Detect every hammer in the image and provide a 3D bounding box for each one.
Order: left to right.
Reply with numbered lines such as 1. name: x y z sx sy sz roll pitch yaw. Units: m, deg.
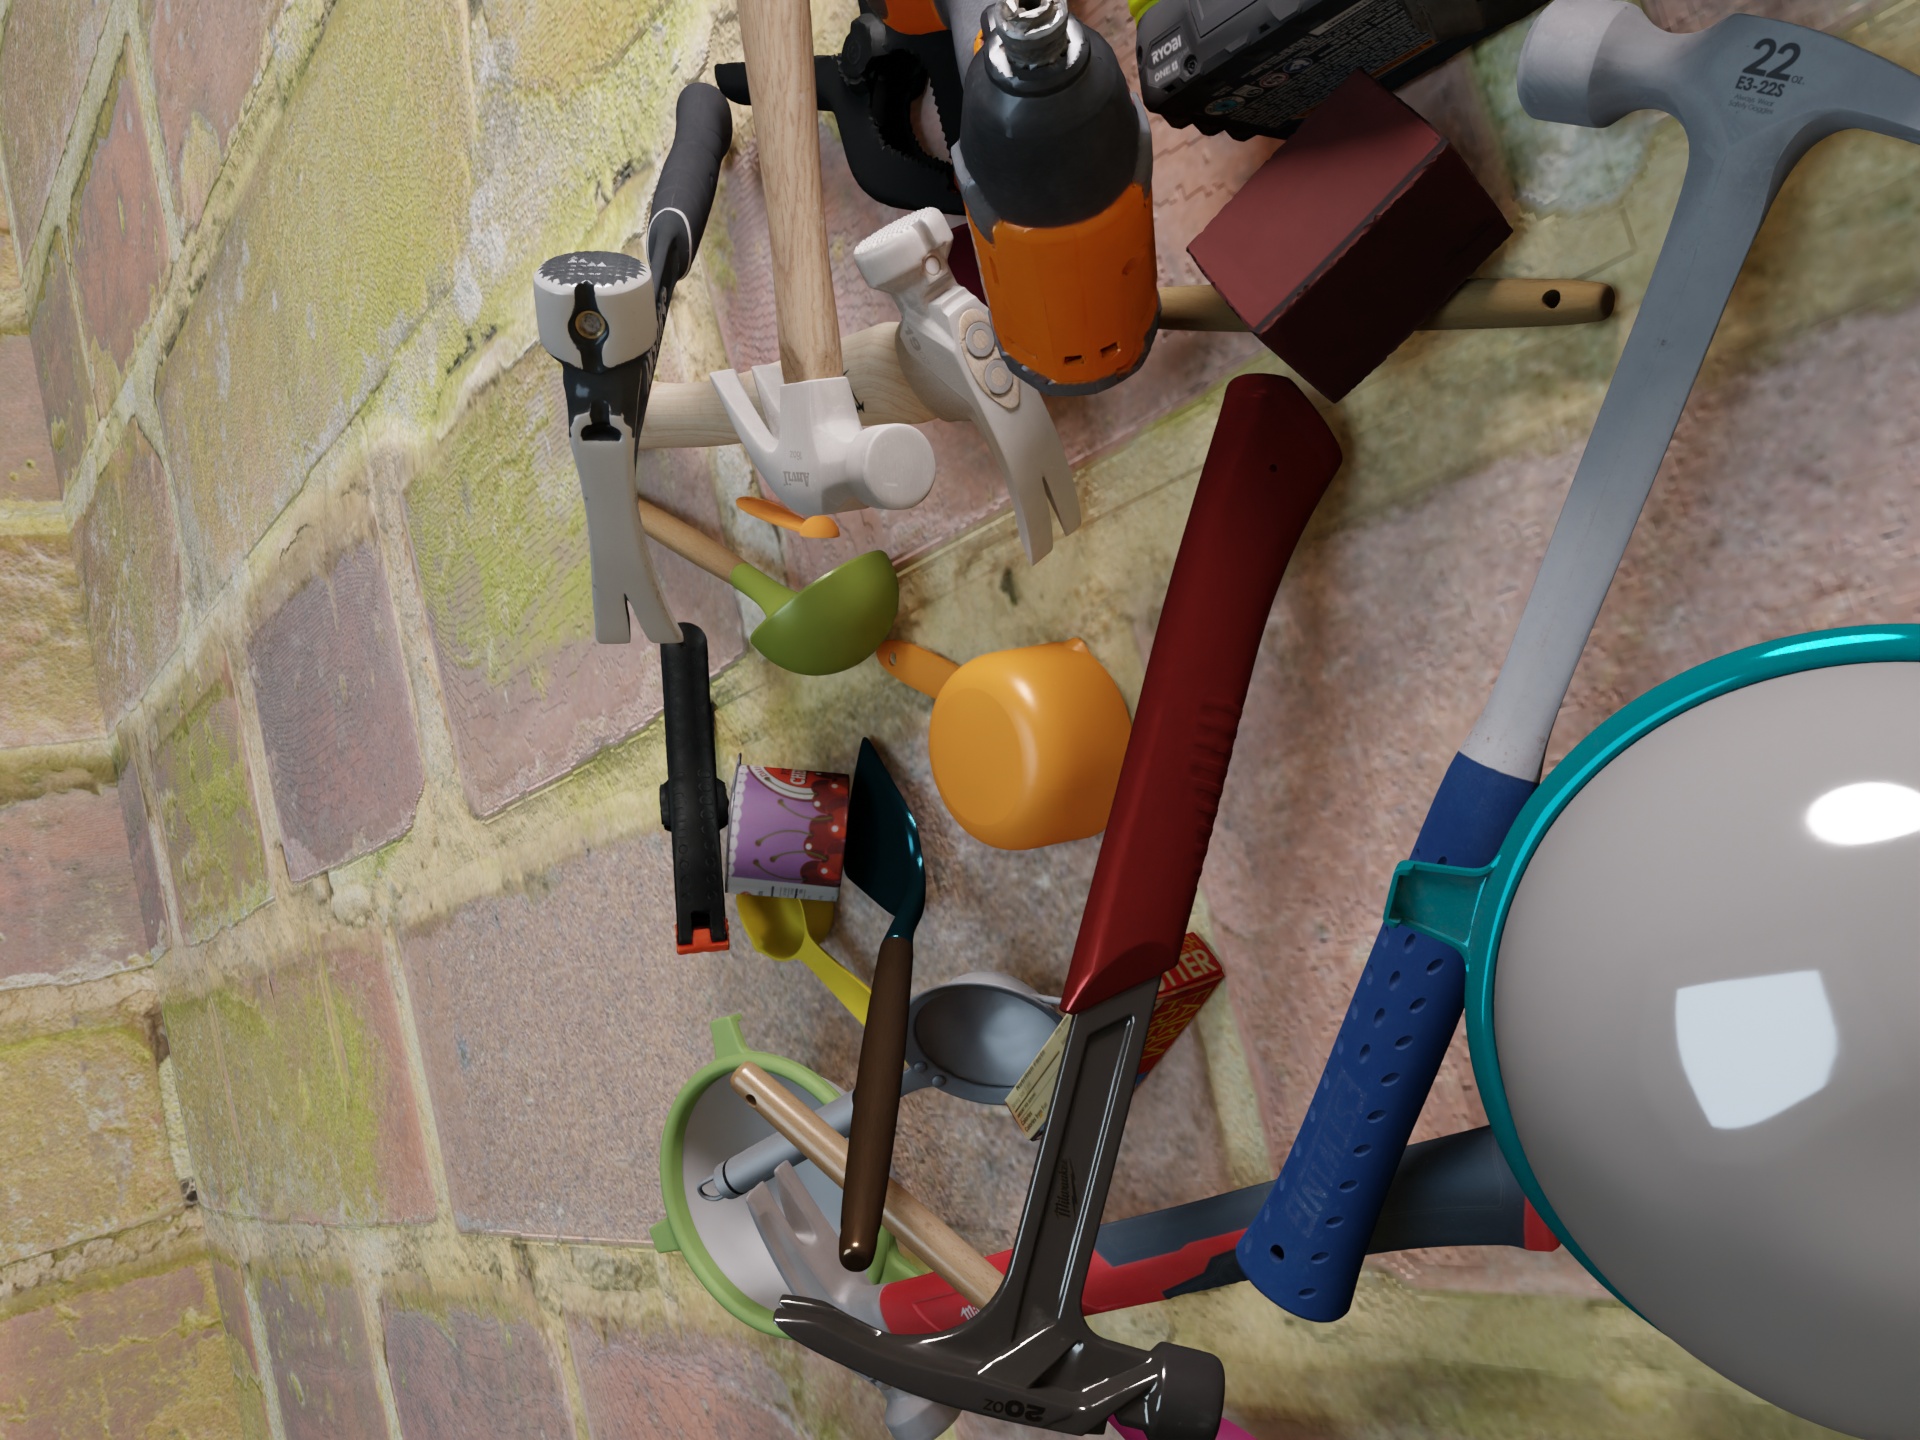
1. hammer: -0.123 -0.189 0.674 0.409 0.036 0.149 -95 6 -54
2. hammer: -0.097 -0.149 0.792 0.411 0.038 0.146 10 135 56
3. hammer: -0.068 -0.244 0.598 0.130 0.031 0.331 12 110 58
4. hammer: 0.061 0.204 0.636 0.386 0.038 0.143 -32 92 41
5. hammer: 0.054 0.053 0.543 0.036 0.149 0.359 101 -176 -83
6. hammer: 0.169 0.006 0.472 0.144 0.035 0.405 30 112 39

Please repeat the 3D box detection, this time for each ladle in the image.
1. ladle: -0.134 -0.096 0.857 0.320 0.078 0.062 32 148 49
2. ladle: 0.090 -0.155 0.591 0.316 0.031 0.069 16 106 47

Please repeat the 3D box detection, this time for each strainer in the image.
1. strainer: -0.040 0.263 0.819 0.256 0.069 0.151 26 109 26
2. strainer: -0.036 0.174 0.750 0.258 0.086 0.050 -34 26 26
3. strainer: 0.249 0.141 0.361 0.211 0.095 0.340 -33 81 28

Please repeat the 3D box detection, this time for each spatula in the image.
1. spatula: -0.041 0.114 0.688 0.318 0.044 0.082 -86 6 -64

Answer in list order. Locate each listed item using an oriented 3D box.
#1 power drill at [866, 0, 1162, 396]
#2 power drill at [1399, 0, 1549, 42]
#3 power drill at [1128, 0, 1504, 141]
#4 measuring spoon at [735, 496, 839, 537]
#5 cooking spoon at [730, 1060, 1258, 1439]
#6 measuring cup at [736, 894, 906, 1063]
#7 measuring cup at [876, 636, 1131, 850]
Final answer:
1. power drill: 0.013 -0.247 0.550 0.164 0.084 0.227 67 -172 -68
2. power drill: 0.151 -0.297 0.379 0.188 0.080 0.227 -30 85 21
3. power drill: 0.110 -0.321 0.492 0.190 0.080 0.228 -13 84 52
4. measuring spoon: -0.091 -0.107 0.813 0.117 0.021 0.011 30 121 58
5. cooking spoon: 0.026 0.244 0.643 0.319 0.017 0.068 37 128 15
6. measuring cup: -0.059 0.128 0.841 0.157 0.029 0.062 41 128 24
7. measuring cup: -0.001 -0.002 0.711 0.174 0.052 0.095 28 118 43
